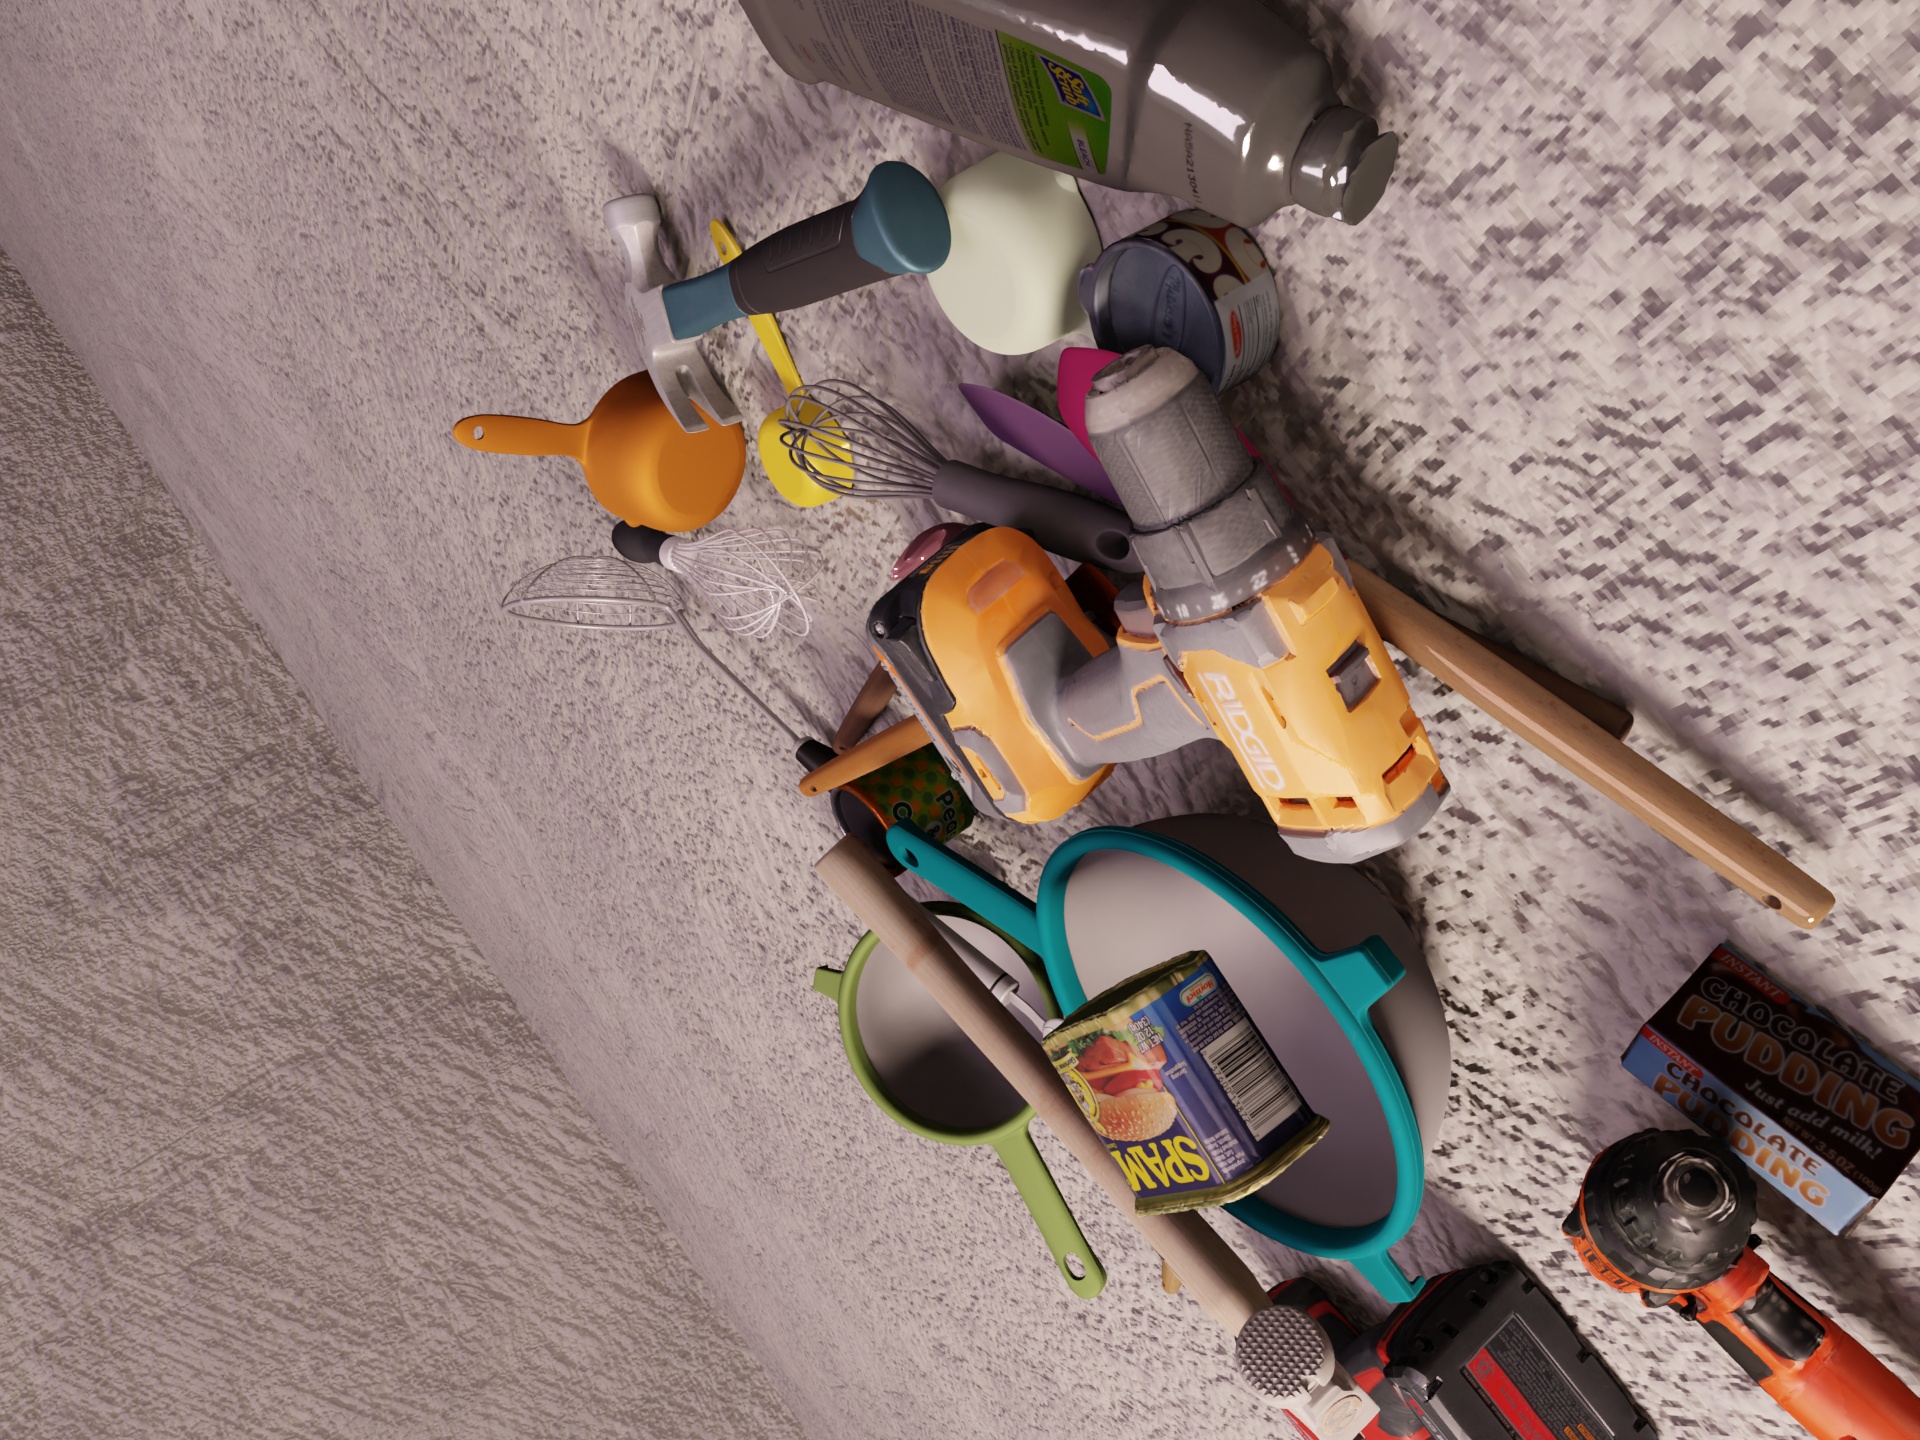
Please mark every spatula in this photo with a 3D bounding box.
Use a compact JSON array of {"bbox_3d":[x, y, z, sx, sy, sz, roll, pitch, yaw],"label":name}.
[{"bbox_3d":[-0.001,-0.003,0.804,0.081,0.041,0.322,49,141,-12],"label":"spatula"},{"bbox_3d":[0.110,-0.068,0.611,0.316,0.018,0.059,34,174,35],"label":"spatula"}]

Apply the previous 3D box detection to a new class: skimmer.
[{"bbox_3d":[-0.162,0.003,1.065,0.363,0.090,0.127,41,-170,21],"label":"skimmer"}]

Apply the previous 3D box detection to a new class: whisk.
[{"bbox_3d":[-0.164,-0.099,1.001,0.285,0.070,0.070,22,137,56],"label":"whisk"},{"bbox_3d":[-0.003,-0.112,0.734,0.239,0.055,0.055,26,140,38],"label":"whisk"}]

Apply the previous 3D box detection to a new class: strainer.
[{"bbox_3d":[0.032,0.157,0.909,0.259,0.050,0.086,36,151,23],"label":"strainer"},{"bbox_3d":[0.097,0.098,0.736,0.341,0.095,0.210,27,140,47],"label":"strainer"},{"bbox_3d":[0.029,0.226,0.978,0.151,0.069,0.256,-31,84,25],"label":"strainer"}]

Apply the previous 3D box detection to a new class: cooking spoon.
[{"bbox_3d":[0.149,-0.035,0.543,0.319,0.017,0.068,40,156,23],"label":"cooking spoon"}]

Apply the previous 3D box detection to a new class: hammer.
[{"bbox_3d":[0.049,0.192,0.807,0.411,0.038,0.146,43,172,40],"label":"hammer"},{"bbox_3d":[-0.094,-0.206,0.739,0.331,0.033,0.128,12,119,61],"label":"hammer"}]

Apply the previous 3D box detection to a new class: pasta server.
[{"bbox_3d":[-0.034,-0.032,0.875,0.060,0.040,0.316,25,155,-7],"label":"pasta server"}]

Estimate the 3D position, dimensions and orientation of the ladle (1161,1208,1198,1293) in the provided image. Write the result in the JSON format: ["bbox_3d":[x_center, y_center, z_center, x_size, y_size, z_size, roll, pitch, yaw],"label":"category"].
[{"bbox_3d":[0.132,0.274,0.928,0.315,0.031,0.069,86,162,-50],"label":"ladle"}]

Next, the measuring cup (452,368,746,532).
[{"bbox_3d":[-0.191,-0.148,0.874,0.052,0.173,0.095,22,107,35],"label":"measuring cup"}]

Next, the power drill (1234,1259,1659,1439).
[{"bbox_3d":[0.245,0.365,0.800,0.188,0.080,0.226,52,155,10],"label":"power drill"}]

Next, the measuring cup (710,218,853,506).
[{"bbox_3d":[-0.104,-0.184,0.834,0.062,0.029,0.156,7,127,56],"label":"measuring cup"}]

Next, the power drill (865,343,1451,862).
[{"bbox_3d":[0.054,-0.038,0.594,0.226,0.084,0.185,0,127,58],"label":"power drill"}]

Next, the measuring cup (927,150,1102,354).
[{"bbox_3d":[0.044,-0.146,0.621,0.168,0.038,0.083,53,153,9],"label":"measuring cup"}]
